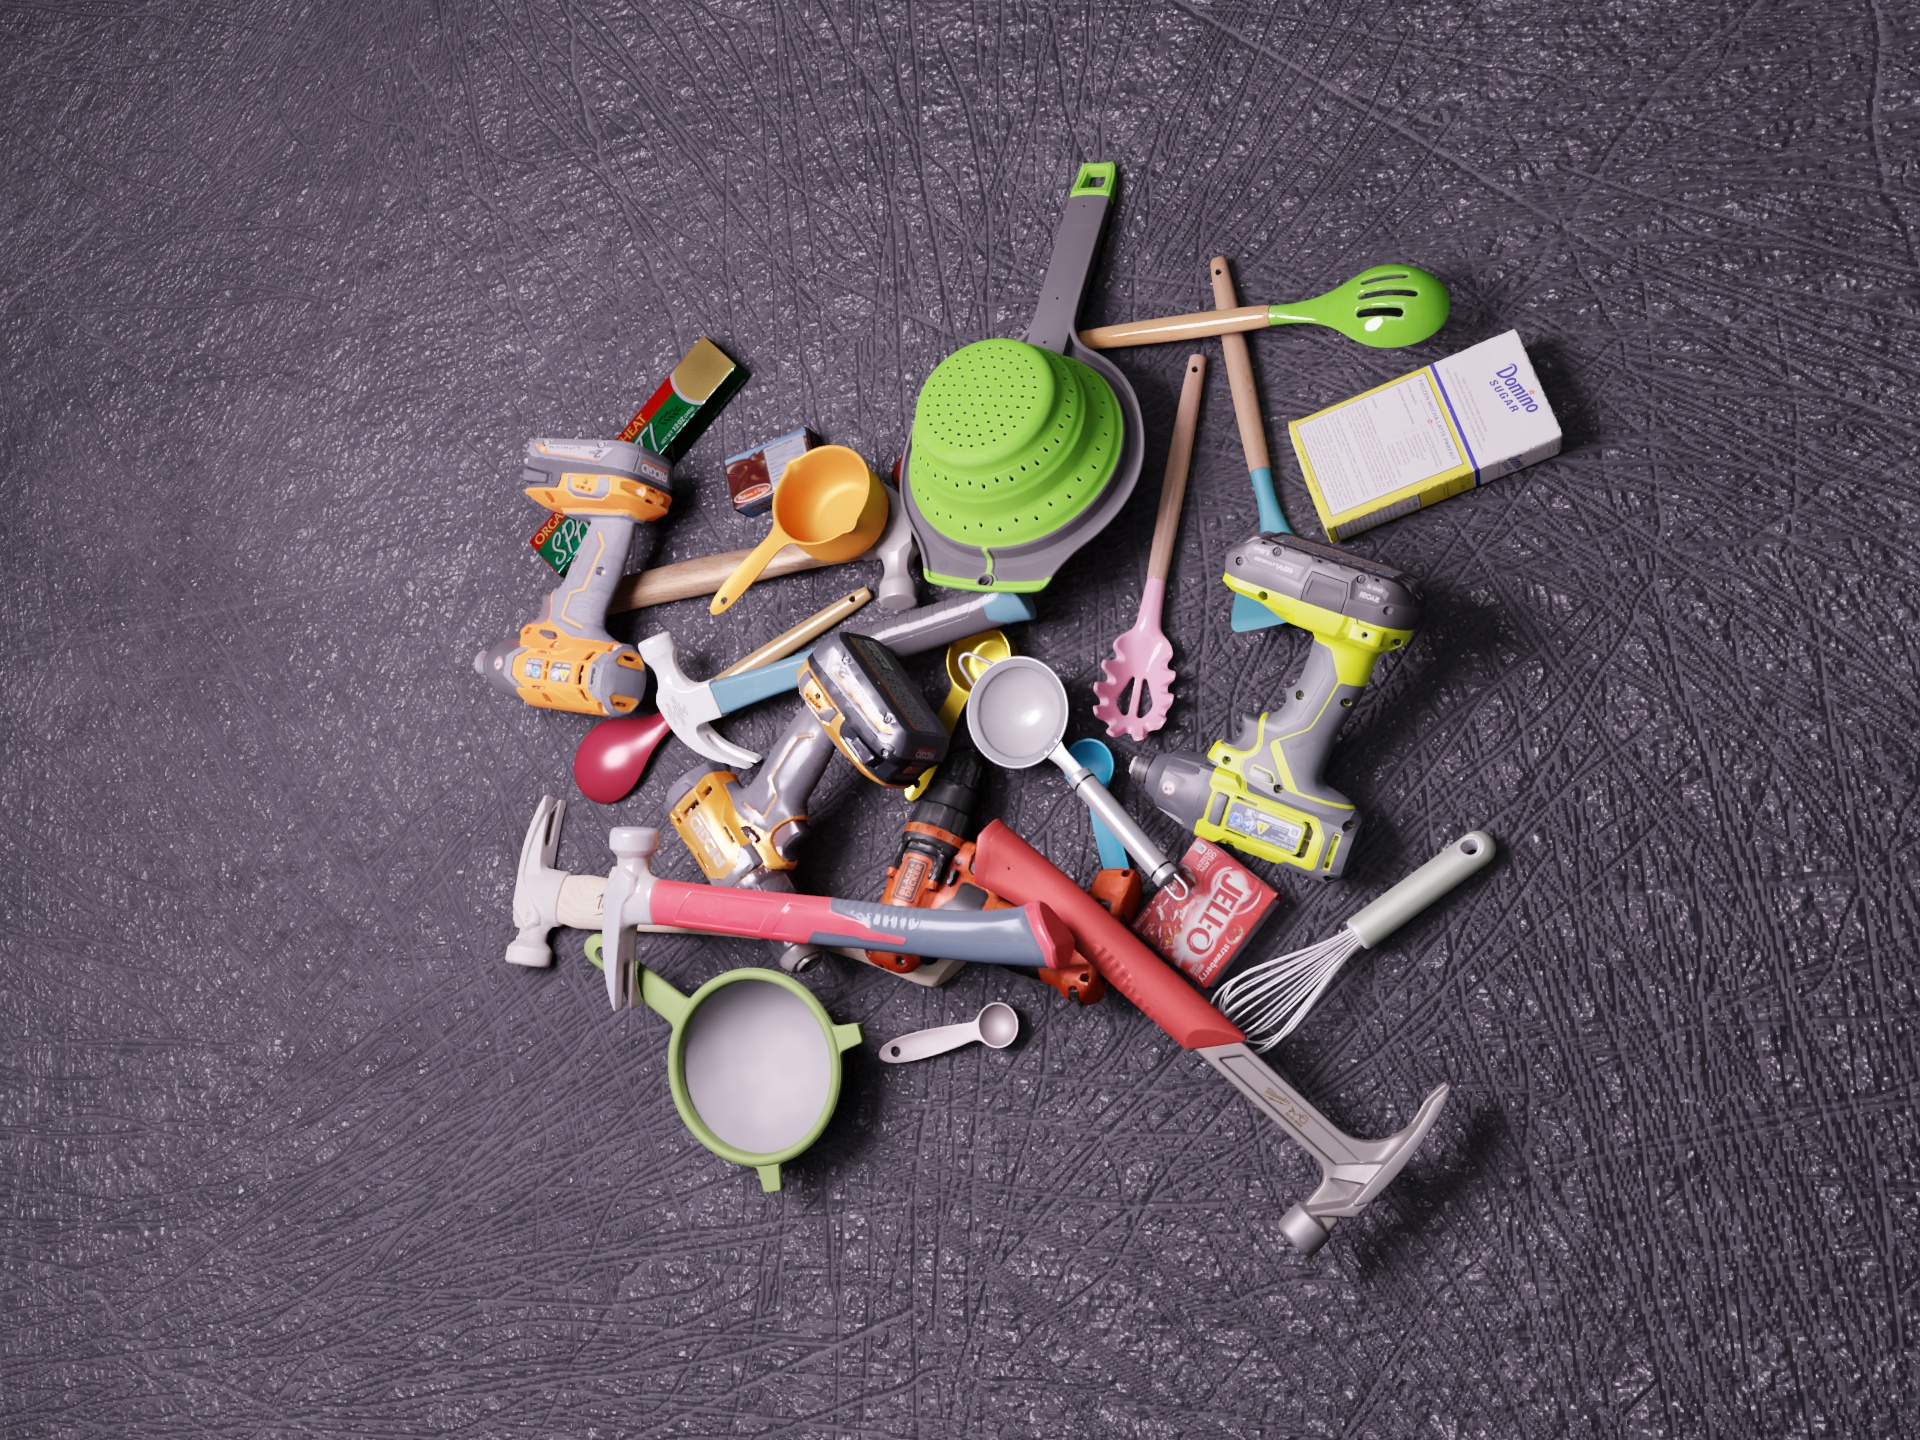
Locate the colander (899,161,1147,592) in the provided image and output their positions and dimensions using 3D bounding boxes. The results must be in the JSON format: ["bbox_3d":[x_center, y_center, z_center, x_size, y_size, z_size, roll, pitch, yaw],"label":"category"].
[{"bbox_3d":[0.053,-0.295,1.235,0.204,0.094,0.397,7,70,26],"label":"colander"}]

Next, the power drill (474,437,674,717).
[{"bbox_3d":[-0.336,-0.122,1.360,0.164,0.084,0.226,6,85,26],"label":"power drill"}]

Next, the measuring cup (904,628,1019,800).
[{"bbox_3d":[-0.002,-0.004,1.277,0.062,0.029,0.156,32,101,28],"label":"measuring cup"}]

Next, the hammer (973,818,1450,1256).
[{"bbox_3d":[0.155,0.190,1.098,0.359,0.036,0.149,42,91,11],"label":"hammer"}]

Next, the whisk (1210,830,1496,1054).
[{"bbox_3d":[0.276,0.157,1.126,0.246,0.059,0.058,-37,51,5],"label":"whisk"}]

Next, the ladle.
[{"bbox_3d":[-0.207,-0.026,1.355,0.315,0.031,0.069,-32,72,10],"label":"ladle"}]

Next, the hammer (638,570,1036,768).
[{"bbox_3d":[-0.097,-0.052,1.278,0.331,0.033,0.128,-17,100,20],"label":"hammer"}]

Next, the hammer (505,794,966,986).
[{"bbox_3d":[-0.187,0.151,1.306,0.411,0.038,0.146,4,79,21],"label":"hammer"}]

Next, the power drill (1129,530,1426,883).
[{"bbox_3d":[0.224,-0.014,1.133,0.171,0.080,0.223,21,108,20],"label":"power drill"}]

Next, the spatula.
[{"bbox_3d":[0.224,-0.219,1.221,0.082,0.044,0.318,-15,73,22],"label":"spatula"}]

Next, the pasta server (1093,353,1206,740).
[{"bbox_3d":[0.157,-0.137,1.233,0.060,0.040,0.316,10,82,10],"label":"pasta server"}]

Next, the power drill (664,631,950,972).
[{"bbox_3d":[-0.112,0.066,1.226,0.226,0.084,0.185,-44,67,20],"label":"power drill"}]

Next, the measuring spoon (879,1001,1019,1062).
[{"bbox_3d":[-0.008,0.246,1.233,0.124,0.018,0.034,-19,73,23],"label":"measuring spoon"}]

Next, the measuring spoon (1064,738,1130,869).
[{"bbox_3d":[0.113,0.076,1.221,0.042,0.021,0.129,-18,82,27],"label":"measuring spoon"}]

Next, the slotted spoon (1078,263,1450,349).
[{"bbox_3d":[0.214,-0.307,1.225,0.314,0.031,0.070,1,71,31],"label":"slotted spoon"}]

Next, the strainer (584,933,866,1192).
[{"bbox_3d":[-0.191,0.243,1.268,0.256,0.069,0.151,31,98,22],"label":"strainer"}]

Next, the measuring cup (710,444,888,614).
[{"bbox_3d":[-0.131,-0.142,1.289,0.173,0.052,0.095,-46,59,5],"label":"measuring cup"}]

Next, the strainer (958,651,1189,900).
[{"bbox_3d":[0.087,0.040,1.194,0.087,0.050,0.259,-50,61,18],"label":"strainer"}]

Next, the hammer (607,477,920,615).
[{"bbox_3d":[-0.187,-0.133,1.359,0.331,0.031,0.130,-9,67,21],"label":"hammer"}]

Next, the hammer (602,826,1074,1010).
[{"bbox_3d":[-0.101,0.162,1.160,0.386,0.038,0.143,3,92,27],"label":"hammer"}]
